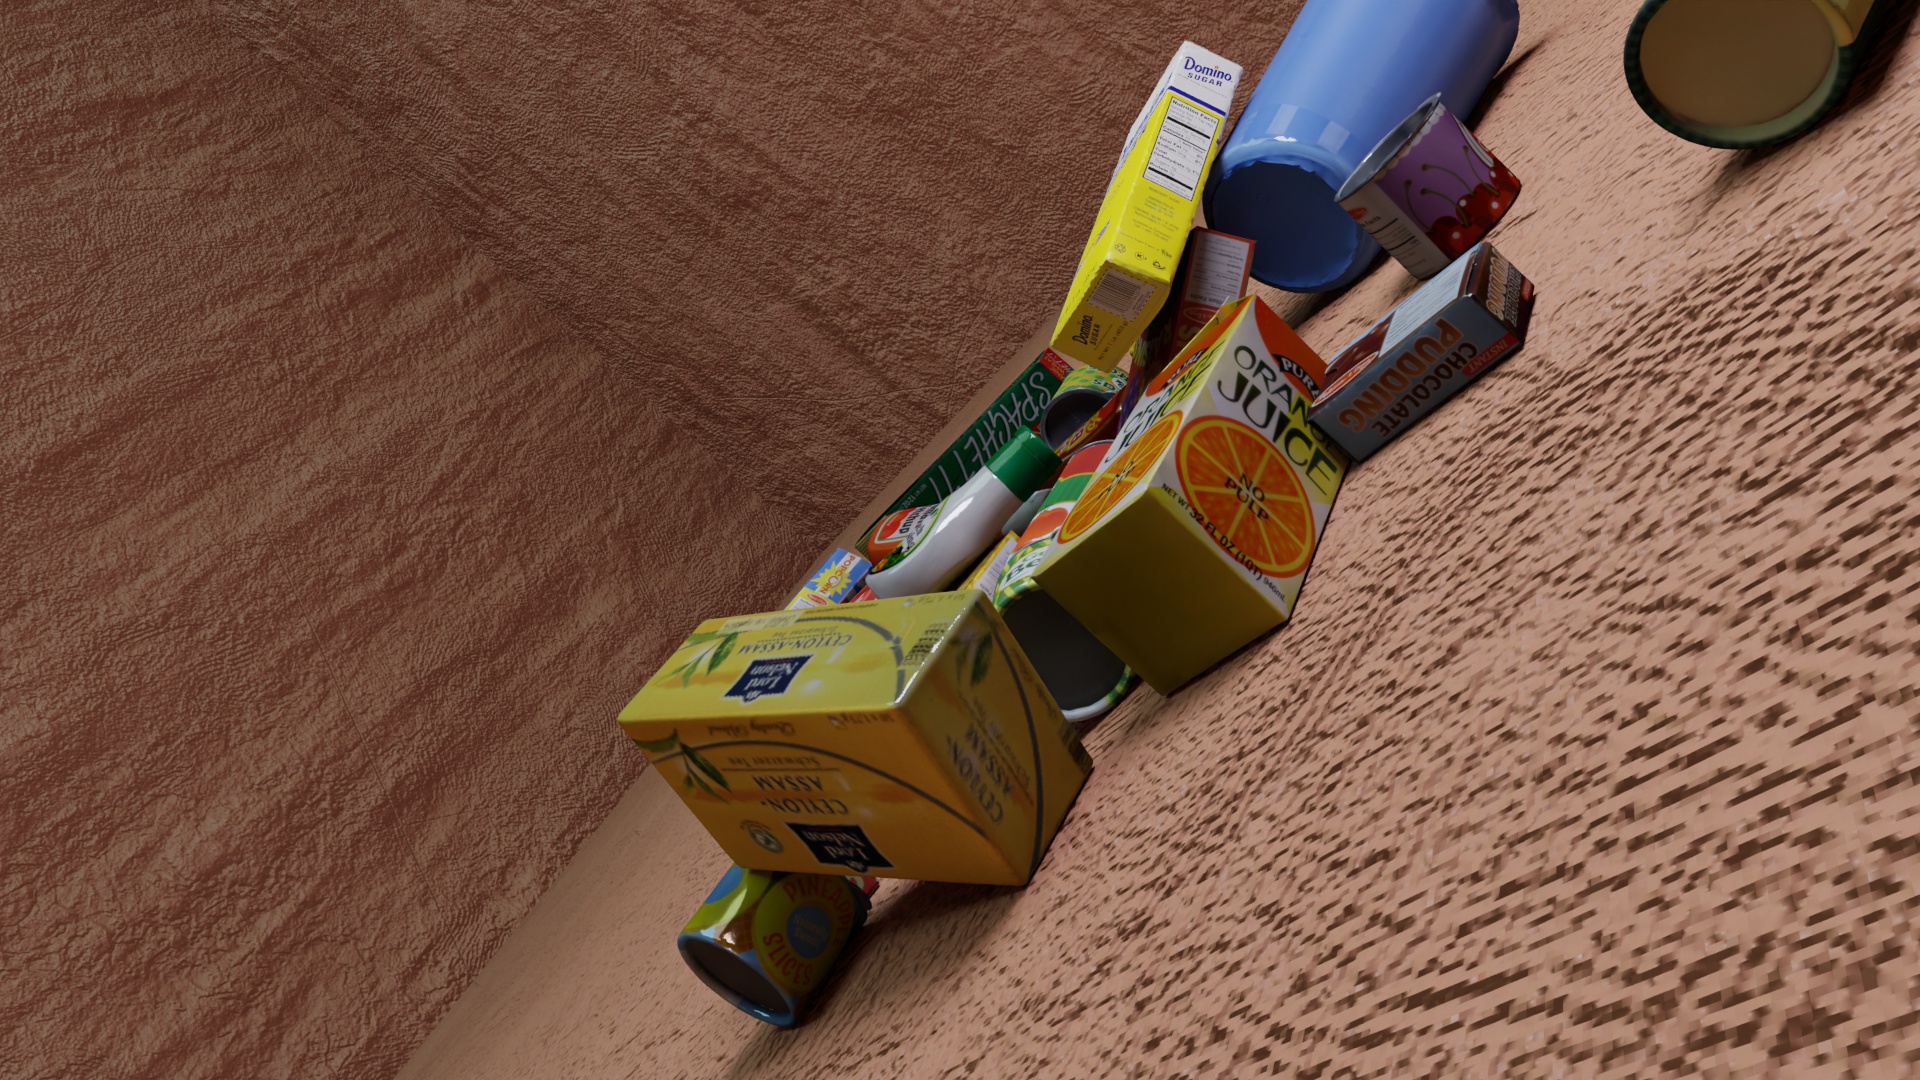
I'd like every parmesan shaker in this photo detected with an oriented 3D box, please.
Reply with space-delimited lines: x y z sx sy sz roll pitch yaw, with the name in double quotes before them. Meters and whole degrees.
"parmesan shaker" 0.264 -0.184 0.452 0.103 0.071 0.071 -51 7 -26

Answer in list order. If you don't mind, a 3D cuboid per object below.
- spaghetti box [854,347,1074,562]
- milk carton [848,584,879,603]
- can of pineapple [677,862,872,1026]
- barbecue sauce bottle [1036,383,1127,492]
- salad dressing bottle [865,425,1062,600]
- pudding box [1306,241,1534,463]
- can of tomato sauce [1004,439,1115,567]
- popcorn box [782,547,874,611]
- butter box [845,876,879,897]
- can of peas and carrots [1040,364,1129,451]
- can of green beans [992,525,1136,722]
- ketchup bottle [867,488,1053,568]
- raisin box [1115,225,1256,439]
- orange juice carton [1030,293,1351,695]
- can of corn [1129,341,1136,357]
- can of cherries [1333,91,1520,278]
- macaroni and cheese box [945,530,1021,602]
"spaghetti box" 0.006 -0.056 1.119 0.249 0.050 0.029 -44 8 32
"milk carton" -0.080 0.102 1.011 0.191 0.072 0.073 -52 8 -24
"can of pineapple" -0.084 0.175 0.625 0.058 0.071 0.070 -53 8 -36
"barbecue sauce bottle" 0.088 -0.054 0.961 0.148 0.043 0.065 -42 2 46
"salad dressing bottle" 0.003 -0.011 0.911 0.147 0.044 0.064 -45 5 3
"pudding box" 0.177 -0.073 0.539 0.083 0.030 0.050 -42 10 43
"can of tomato sauce" 0.064 0.002 0.672 0.071 0.071 0.083 -42 9 44
"popcorn box" -0.095 0.077 1.112 0.085 0.038 0.126 -51 -31 -25
"butter box" -0.089 0.143 0.689 0.024 0.103 0.053 -50 7 -13
"can of peas and carrots" 0.098 -0.092 1.012 0.070 0.071 0.059 -44 7 31
"can of green beans" 0.044 0.037 0.598 0.071 0.071 0.058 -46 7 17
"ketchup bottle" 0.008 -0.006 0.981 0.148 0.043 0.065 -10 25 35
"raisin box" 0.129 -0.112 0.811 0.086 0.040 0.123 -178 100 -81
"orange juice carton" 0.109 -0.033 0.572 0.072 0.072 0.194 -41 10 44
"can of corn" 0.150 -0.123 0.895 0.071 0.058 0.071 -47 6 7
"can of cherries" 0.228 -0.172 0.674 0.071 0.058 0.071 -47 5 6
"macaroni and cheese box" -0.023 0.080 0.908 0.167 0.040 0.123 -52 8 -35
